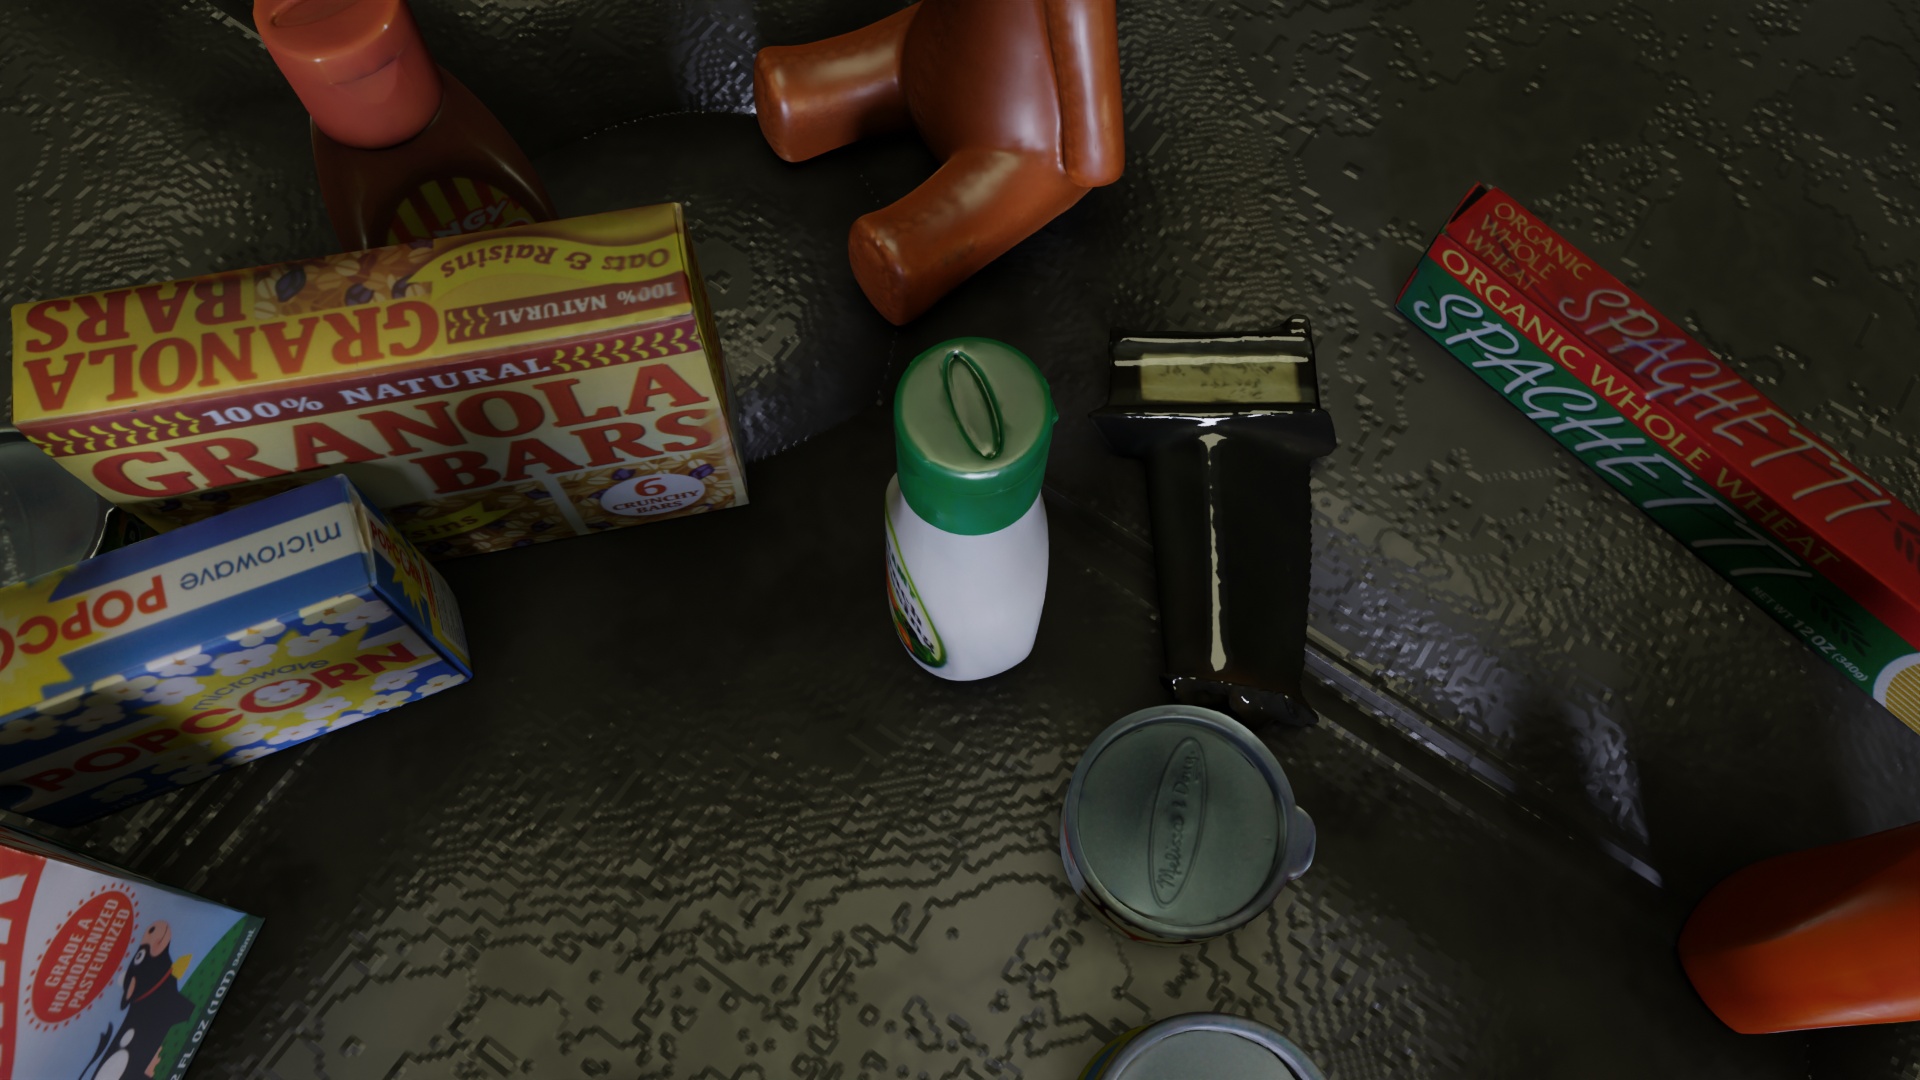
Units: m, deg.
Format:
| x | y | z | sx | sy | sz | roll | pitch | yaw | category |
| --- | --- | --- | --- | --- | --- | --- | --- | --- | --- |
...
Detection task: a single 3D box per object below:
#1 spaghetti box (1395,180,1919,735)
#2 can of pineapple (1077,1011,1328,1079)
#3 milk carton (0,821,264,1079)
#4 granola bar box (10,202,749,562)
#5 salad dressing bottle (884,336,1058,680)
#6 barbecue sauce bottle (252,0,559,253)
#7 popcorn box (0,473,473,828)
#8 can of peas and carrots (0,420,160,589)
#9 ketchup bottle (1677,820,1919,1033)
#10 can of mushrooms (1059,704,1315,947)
| x | y | z | sx | sy | sz | roll | pitch | yaw | category |
| --- | --- | --- | --- | --- | --- | --- | --- | --- | --- |
| 0.248 | -0.019 | 0.444 | 0.029 | 0.050 | 0.250 | -42 | 75 | -16 | spaghetti box |
| 0.061 | 0.160 | 0.362 | 0.071 | 0.057 | 0.071 | 1 | 68 | -1 | can of pineapple |
| -0.244 | 0.094 | 0.309 | 0.073 | 0.189 | 0.072 | 18 | 69 | 6 | milk carton |
| -0.151 | -0.034 | 0.399 | 0.166 | 0.123 | 0.039 | -11 | 69 | -6 | granola bar box |
| 0.001 | -0.005 | 0.379 | 0.044 | 0.147 | 0.064 | -16 | 70 | -8 | salad dressing bottle |
| -0.161 | -0.109 | 0.416 | 0.065 | 0.148 | 0.044 | -30 | 72 | -12 | barbecue sauce bottle |
| -0.214 | 0.034 | 0.391 | 0.127 | 0.085 | 0.038 | -21 | 70 | -10 | popcorn box |
| -0.271 | 0.005 | 0.415 | 0.071 | 0.058 | 0.071 | 1 | 68 | -1 | can of peas and carrots |
| 0.243 | 0.093 | 0.346 | 0.065 | 0.148 | 0.043 | -27 | 72 | -12 | ketchup bottle |
| 0.065 | 0.085 | 0.406 | 0.071 | 0.033 | 0.071 | 1 | 68 | -1 | can of mushrooms |
